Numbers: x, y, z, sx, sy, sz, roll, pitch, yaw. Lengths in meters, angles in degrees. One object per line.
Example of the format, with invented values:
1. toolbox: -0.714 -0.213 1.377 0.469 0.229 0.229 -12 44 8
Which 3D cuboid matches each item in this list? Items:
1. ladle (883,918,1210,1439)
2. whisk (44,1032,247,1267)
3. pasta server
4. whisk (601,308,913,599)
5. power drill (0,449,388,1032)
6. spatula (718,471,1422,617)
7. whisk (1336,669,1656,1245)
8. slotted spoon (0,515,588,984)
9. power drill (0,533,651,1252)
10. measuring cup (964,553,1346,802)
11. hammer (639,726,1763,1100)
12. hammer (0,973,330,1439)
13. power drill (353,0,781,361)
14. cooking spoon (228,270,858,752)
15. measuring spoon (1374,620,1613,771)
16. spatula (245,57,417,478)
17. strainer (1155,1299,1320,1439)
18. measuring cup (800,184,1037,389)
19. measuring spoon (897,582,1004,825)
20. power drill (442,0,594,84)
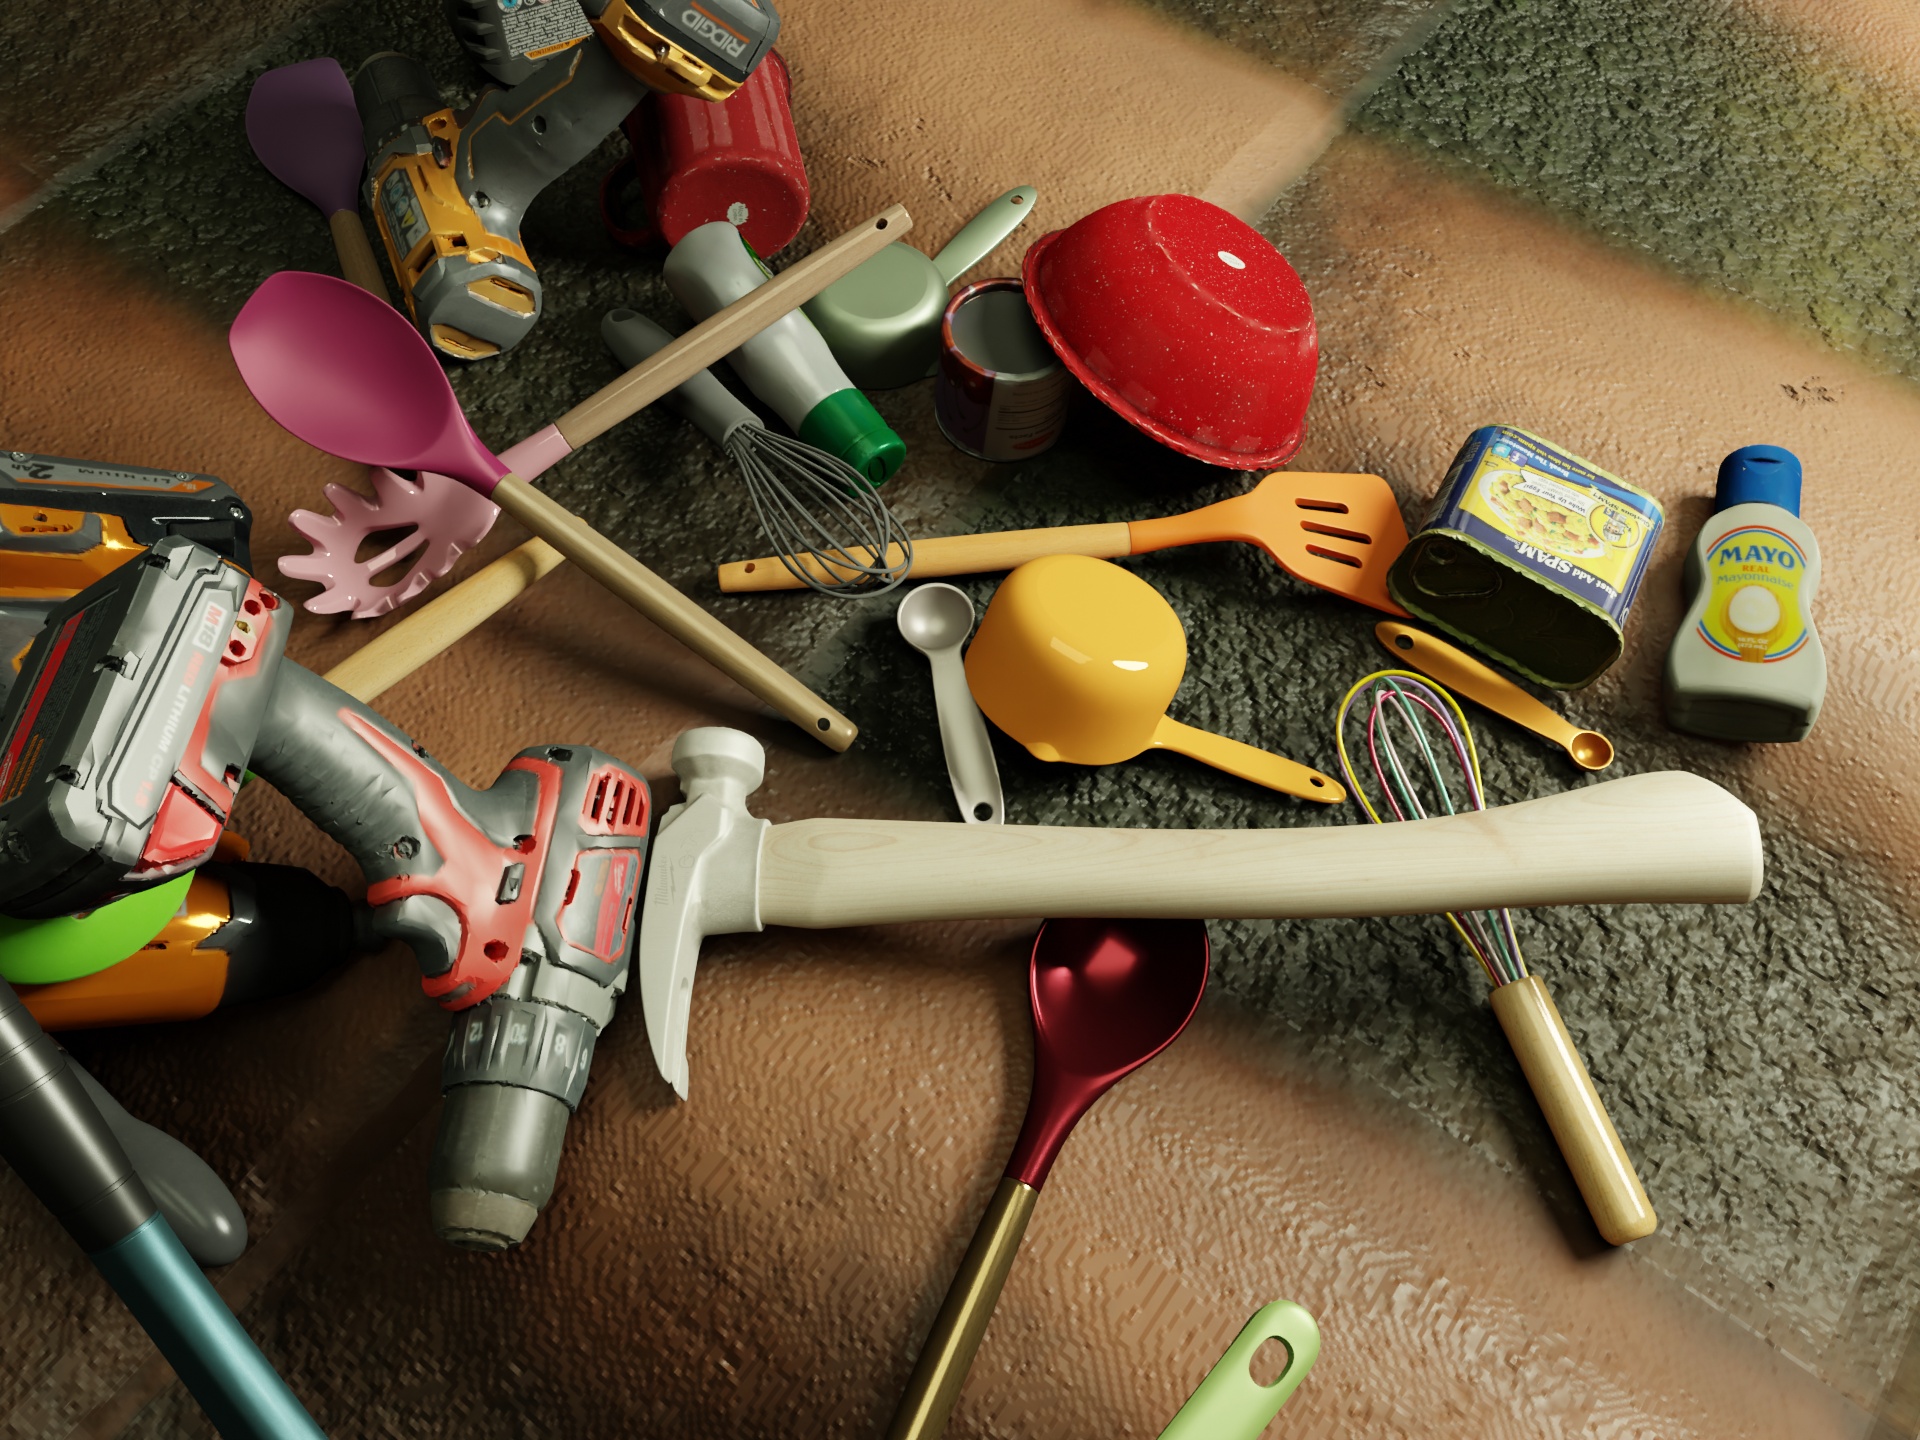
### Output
1. ladle: 0.012 0.191 0.570 0.069 0.031 0.315 20 63 16
2. whisk: -0.366 0.106 0.586 0.285 0.070 0.070 37 65 12
3. pasta server: -0.155 -0.143 0.707 0.316 0.040 0.060 -34 88 -3
4. whisk: -0.103 -0.128 0.727 0.055 0.055 0.239 -33 55 -20
5. power drill: -0.316 0.010 0.614 0.164 0.084 0.227 3 56 -38
6. spatula: 0.052 -0.075 0.729 0.322 0.041 0.081 -5 62 -1
7. whisk: 0.214 0.084 0.634 0.047 0.051 0.245 -12 64 -16
8. slotted spoon: -0.243 -0.011 0.612 0.070 0.031 0.314 48 41 -6
9. power drill: -0.207 0.064 0.539 0.080 0.226 0.188 -19 52 34
10. measuring cup: 0.090 -0.015 0.666 0.173 0.052 0.095 21 39 0
11. hammer: 0.082 0.066 0.598 0.410 0.038 0.146 -2 60 8
12. hammer: -0.254 0.139 0.469 0.331 0.128 0.033 60 35 -10
13. power drill: -0.207 -0.310 0.762 0.226 0.084 0.185 -39 62 25
14. cooking spoon: -0.175 -0.084 0.679 0.319 0.017 0.069 36 88 0
15. measuring spoon: 0.235 -0.011 0.709 0.117 0.011 0.021 34 63 20
16. spatula: -0.308 -0.235 0.804 0.060 0.018 0.316 -21 62 -12
17. strainer: 0.021 0.282 0.492 0.151 0.069 0.256 44 64 10
18. measuring cup: -0.014 -0.235 0.806 0.083 0.038 0.167 36 67 17
19. measuring spoon: -0.001 -0.002 0.690 0.034 0.018 0.124 -12 68 -4
20. power drill: -0.246 -0.479 0.916 0.190 0.080 0.229 -24 61 -15
